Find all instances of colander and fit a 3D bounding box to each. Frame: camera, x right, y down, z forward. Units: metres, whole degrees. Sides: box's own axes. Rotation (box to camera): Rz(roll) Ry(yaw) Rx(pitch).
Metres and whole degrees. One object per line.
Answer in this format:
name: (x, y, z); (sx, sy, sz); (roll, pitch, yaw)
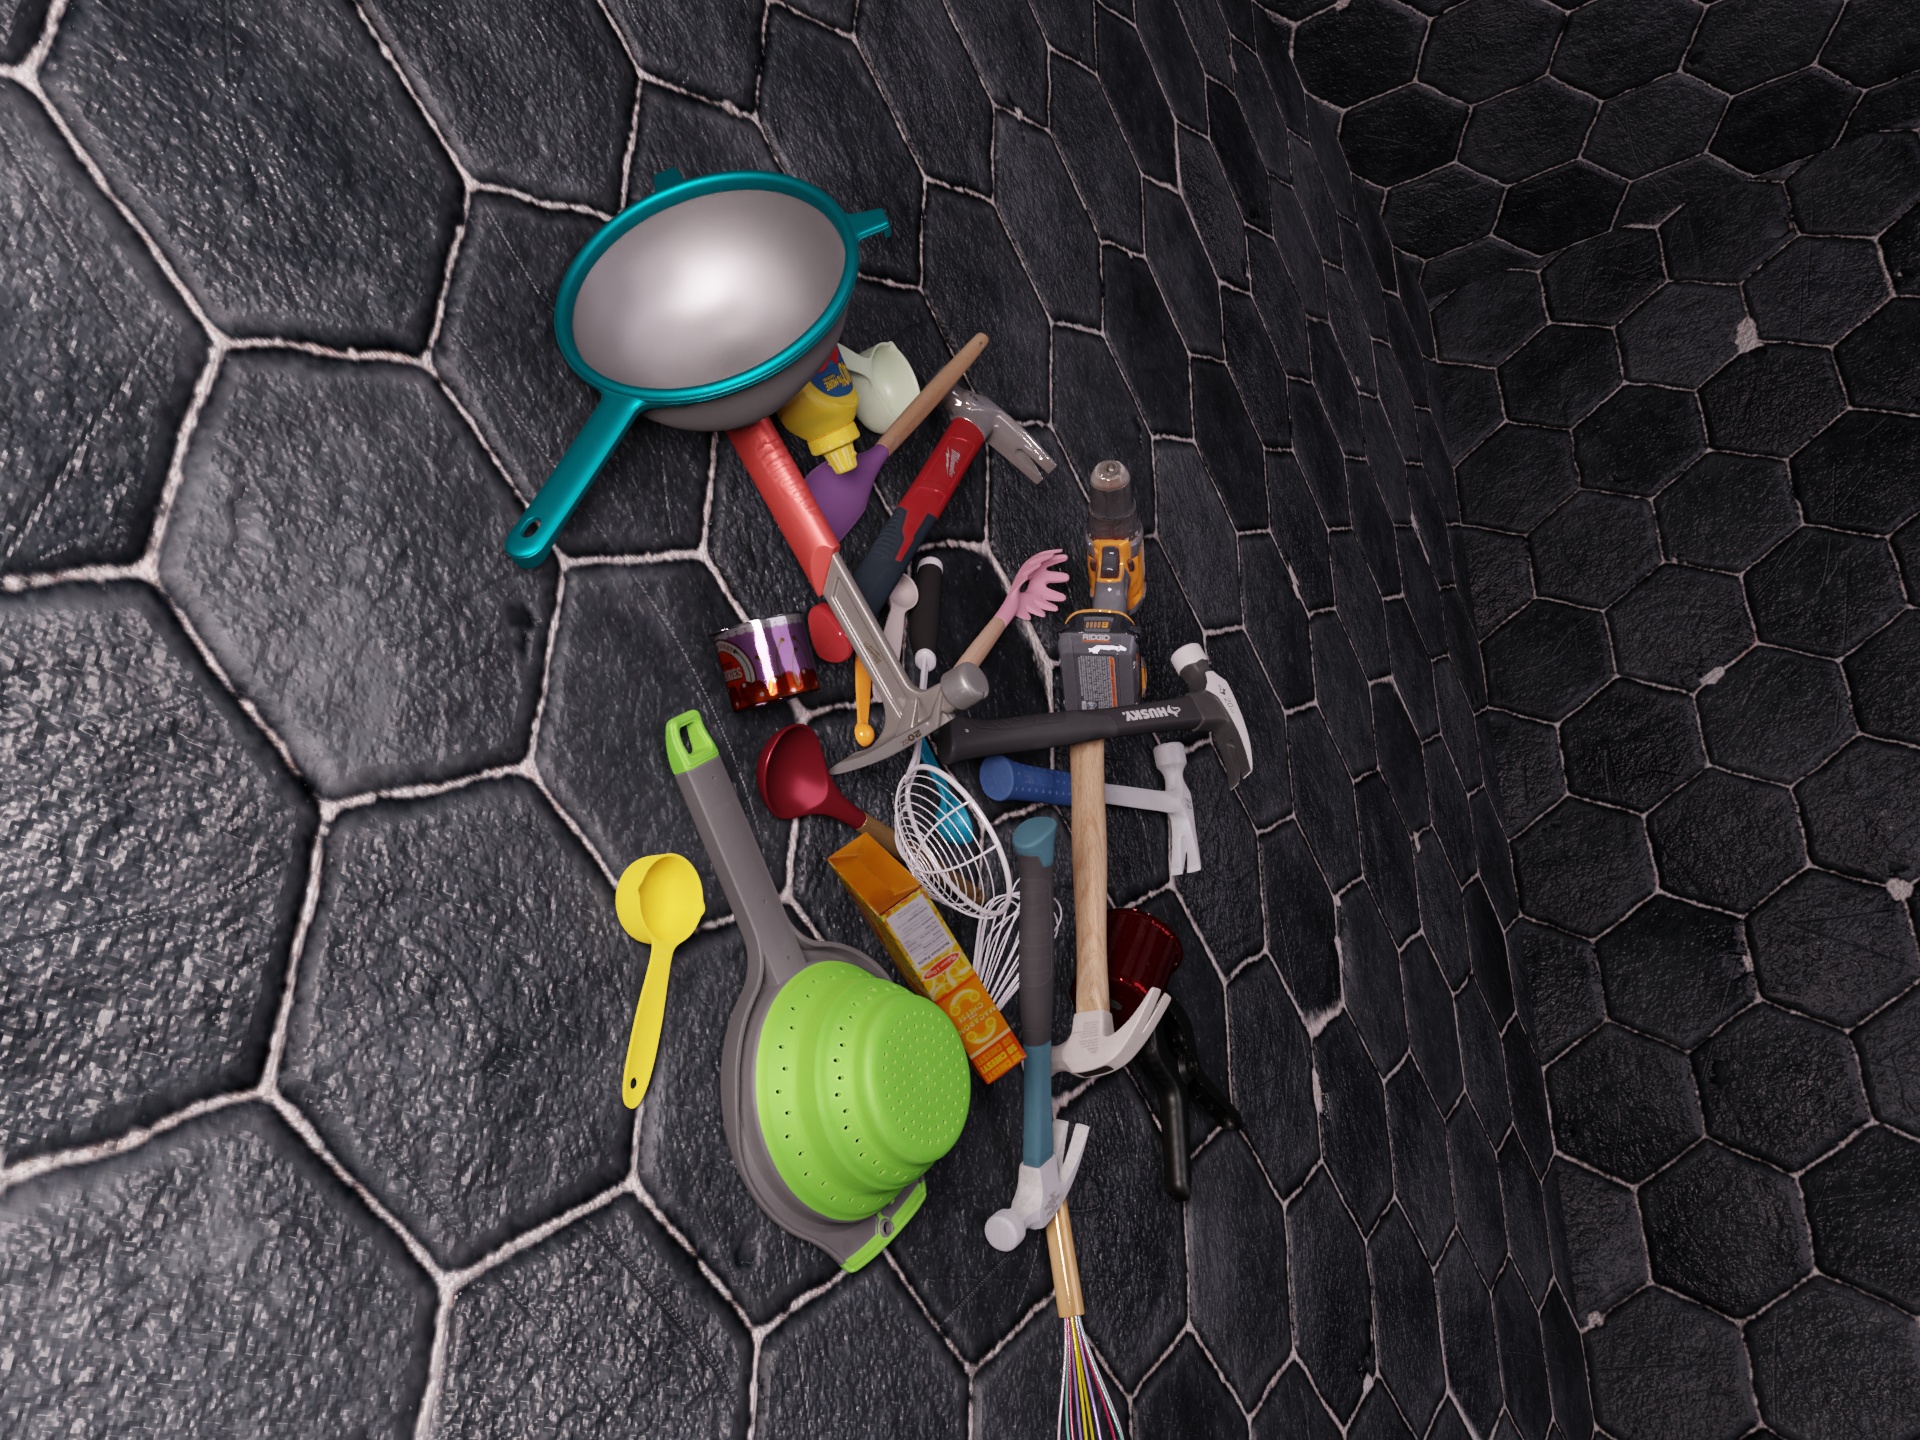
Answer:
colander: (-0.089, 0.172, 1.070); (0.204, 0.094, 0.397); (-32, 102, -55)

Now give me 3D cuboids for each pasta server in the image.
pasta server: (0.033, -0.076, 1.461); (0.316, 0.040, 0.060); (-54, 144, -52)

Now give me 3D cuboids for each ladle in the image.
ladle: (-0.063, 0.086, 1.232); (0.315, 0.031, 0.069); (39, 68, -48)

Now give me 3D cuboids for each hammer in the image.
hammer: (0.061, 0.242, 1.266); (0.128, 0.033, 0.331); (-16, 108, -58)
hammer: (-0.122, -0.139, 1.185); (0.359, 0.149, 0.037); (61, 31, -1)
hammer: (0.116, 0.146, 1.397); (0.031, 0.130, 0.332); (35, 49, -48)
hammer: (-0.027, -0.165, 1.367); (0.143, 0.038, 0.387); (39, 43, -12)
hammer: (0.122, 0.008, 1.419); (0.334, 0.035, 0.146); (-7, 60, -35)
hammer: (0.139, 0.077, 1.569); (0.405, 0.035, 0.144); (11, 67, -57)

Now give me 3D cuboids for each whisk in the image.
whisk: (0.095, 0.504, 1.285); (0.047, 0.051, 0.245); (15, 60, -50)
whisk: (0.016, 0.233, 1.273); (0.070, 0.070, 0.285); (58, 38, -26)

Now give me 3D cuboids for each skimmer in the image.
skimmer: (-0.002, -0.004, 1.280); (0.127, 0.090, 0.364); (91, 1, -46)

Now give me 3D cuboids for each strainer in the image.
strainer: (-0.190, -0.219, 1.069); (0.340, 0.211, 0.095); (-62, 156, -22)

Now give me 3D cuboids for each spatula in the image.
spatula: (-0.055, -0.244, 1.346); (0.316, 0.018, 0.059); (-54, 124, -37)

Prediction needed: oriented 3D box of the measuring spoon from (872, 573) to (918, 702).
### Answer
measuring spoon: (-0.061, -0.068, 1.327); (0.034, 0.018, 0.124); (26, 59, -29)

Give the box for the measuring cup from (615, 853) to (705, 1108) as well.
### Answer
measuring cup: (-0.197, 0.159, 0.984); (0.062, 0.029, 0.157); (29, 64, -51)

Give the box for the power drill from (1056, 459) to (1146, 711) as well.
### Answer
power drill: (0.147, -0.131, 1.588); (0.185, 0.084, 0.226); (80, 16, -47)

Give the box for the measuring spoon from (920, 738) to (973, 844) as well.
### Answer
measuring spoon: (-0.028, 0.048, 1.327); (0.128, 0.021, 0.042); (63, 22, -1)

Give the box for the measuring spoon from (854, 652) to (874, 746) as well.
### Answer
measuring spoon: (-0.075, -0.034, 1.284); (0.021, 0.011, 0.117); (32, 50, -49)

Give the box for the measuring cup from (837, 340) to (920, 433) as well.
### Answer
measuring cup: (-0.095, -0.294, 1.351); (0.167, 0.038, 0.083); (14, 65, -55)
